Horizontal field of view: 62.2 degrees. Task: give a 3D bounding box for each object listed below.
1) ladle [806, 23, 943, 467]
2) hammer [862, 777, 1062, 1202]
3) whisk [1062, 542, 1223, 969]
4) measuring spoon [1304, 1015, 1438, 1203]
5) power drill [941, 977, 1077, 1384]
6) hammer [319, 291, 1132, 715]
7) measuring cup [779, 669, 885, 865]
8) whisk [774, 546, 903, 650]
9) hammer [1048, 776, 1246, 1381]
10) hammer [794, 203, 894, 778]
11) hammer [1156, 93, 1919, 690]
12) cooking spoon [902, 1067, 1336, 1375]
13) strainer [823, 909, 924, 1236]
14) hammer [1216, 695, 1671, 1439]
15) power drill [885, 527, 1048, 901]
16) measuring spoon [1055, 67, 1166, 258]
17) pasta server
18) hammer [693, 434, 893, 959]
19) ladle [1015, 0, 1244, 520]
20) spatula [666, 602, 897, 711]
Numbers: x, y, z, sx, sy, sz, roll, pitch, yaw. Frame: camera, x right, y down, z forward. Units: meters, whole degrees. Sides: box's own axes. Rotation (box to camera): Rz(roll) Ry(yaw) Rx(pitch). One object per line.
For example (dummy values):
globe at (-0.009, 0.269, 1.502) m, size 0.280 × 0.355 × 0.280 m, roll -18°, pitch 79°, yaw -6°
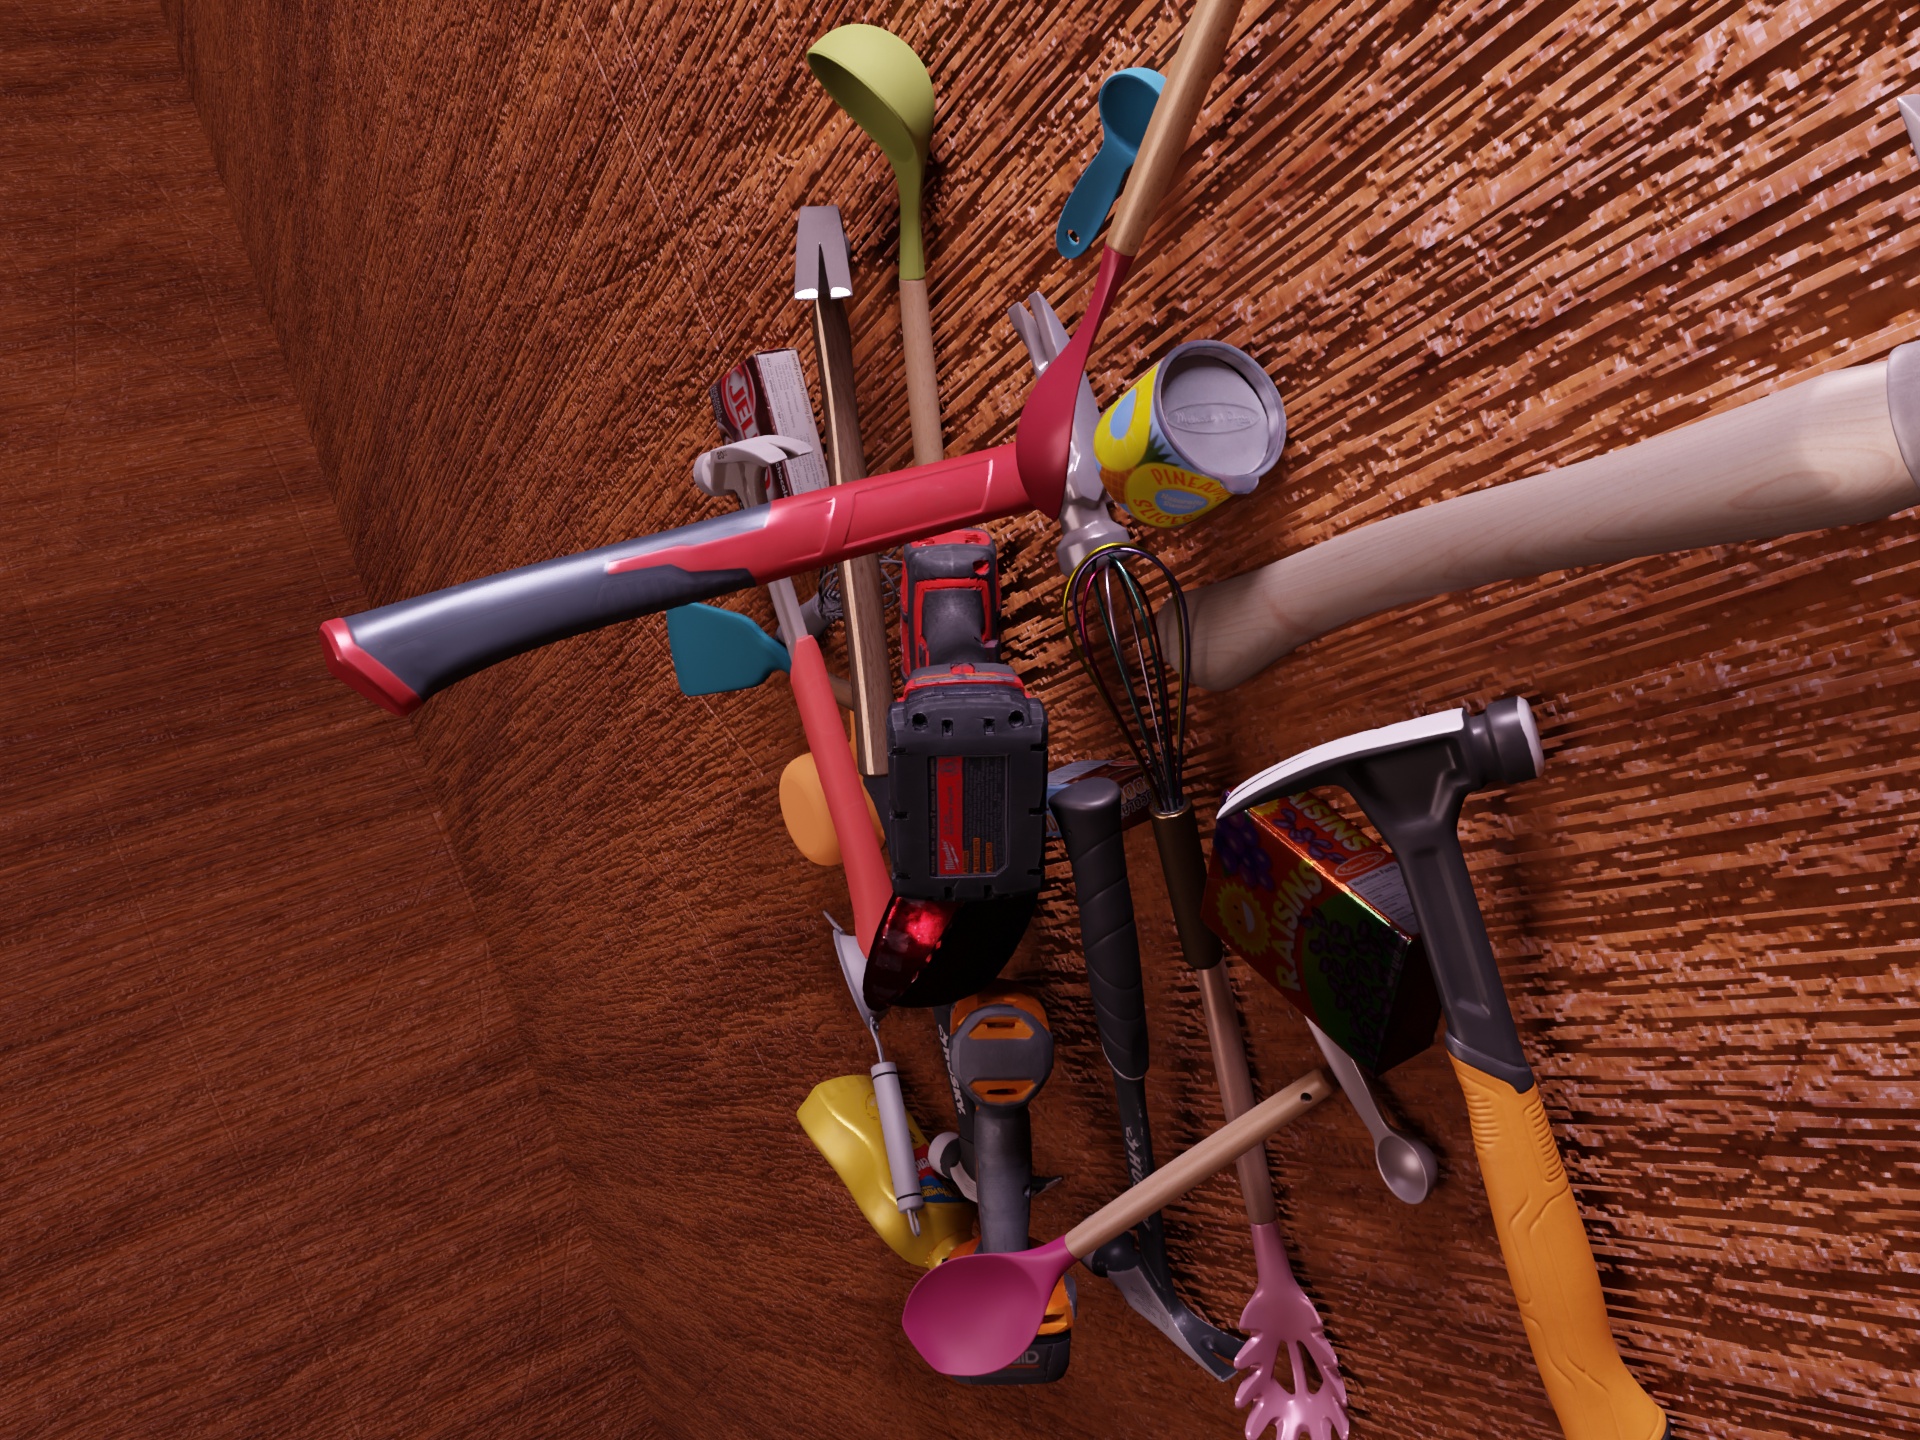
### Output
ladle at (-0.036, -0.222, 0.900) m, size 0.078 × 0.062 × 0.320 m, roll 41°, pitch 143°, yaw 53°
hammer at (-0.011, 0.187, 1.124) m, size 0.146 × 0.035 × 0.334 m, roll 4°, pitch 110°, yaw 61°
whisk at (0.094, 0.023, 0.772) m, size 0.051 × 0.047 × 0.244 m, roll 26°, pitch 139°, yaw 51°
measuring spoon at (0.196, 0.173, 0.771) m, size 0.124 × 0.018 × 0.034 m, roll 64°, pitch 152°, yaw 27°
power drill at (0.027, 0.277, 1.002) m, size 0.164 × 0.084 × 0.226 m, roll -71°, pitch -20°, yaw -88°
hammer at (-0.096, -0.095, 0.728) m, size 0.038 × 0.386 × 0.143 m, roll -12°, pitch 96°, yaw 62°
measuring cup at (-0.096, 0.031, 1.160) m, size 0.095 × 0.052 × 0.173 m, roll 45°, pitch 143°, yaw 40°
whisk at (-0.090, -0.081, 1.096) m, size 0.239 × 0.055 × 0.055 m, roll -26°, pitch 84°, yaw 67°
hammer at (0.096, 0.204, 0.885) m, size 0.149 × 0.036 × 0.408 m, roll 33°, pitch 142°, yaw 48°
hammer at (-0.064, -0.130, 0.926) m, size 0.130 × 0.031 × 0.331 m, roll -103°, pitch 7°, yaw -83°
hammer at (0.195, -0.077, 0.592) m, size 0.411 × 0.038 × 0.146 m, roll -14°, pitch 93°, yaw 62°
cooking spoon at (0.080, 0.274, 0.865) m, size 0.319 × 0.017 × 0.069 m, roll -43°, pitch 83°, yaw 27°
strainer at (-0.056, 0.254, 1.185) m, size 0.086 × 0.050 × 0.259 m, roll 64°, pitch -169°, yaw -62°
hammer at (0.216, 0.163, 0.655) m, size 0.127 × 0.034 × 0.337 m, roll -16°, pitch 98°, yaw 22°
power drill at (-0.001, -0.003, 0.872) m, size 0.220 × 0.078 × 0.143 m, roll -96°, pitch 5°, yaw -60°
measuring spoon at (0.072, -0.254, 0.732) m, size 0.042 × 0.021 × 0.128 m, roll 45°, pitch 158°, yaw 1°
pasta server at (0.157, 0.246, 0.856) m, size 0.060 × 0.040 × 0.316 m, roll -10°, pitch 98°, yaw 20°
hammer at (-0.090, -0.008, 1.042) m, size 0.149 × 0.036 × 0.359 m, roll 13°, pitch 122°, yaw 62°
ladle at (0.079, -0.222, 0.671) m, size 0.069 × 0.031 × 0.315 m, roll -94°, pitch 21°, yaw -51°
spatula at (-0.099, -0.019, 1.109) m, size 0.318 × 0.044 × 0.082 m, roll 23°, pitch 127°, yaw 44°
